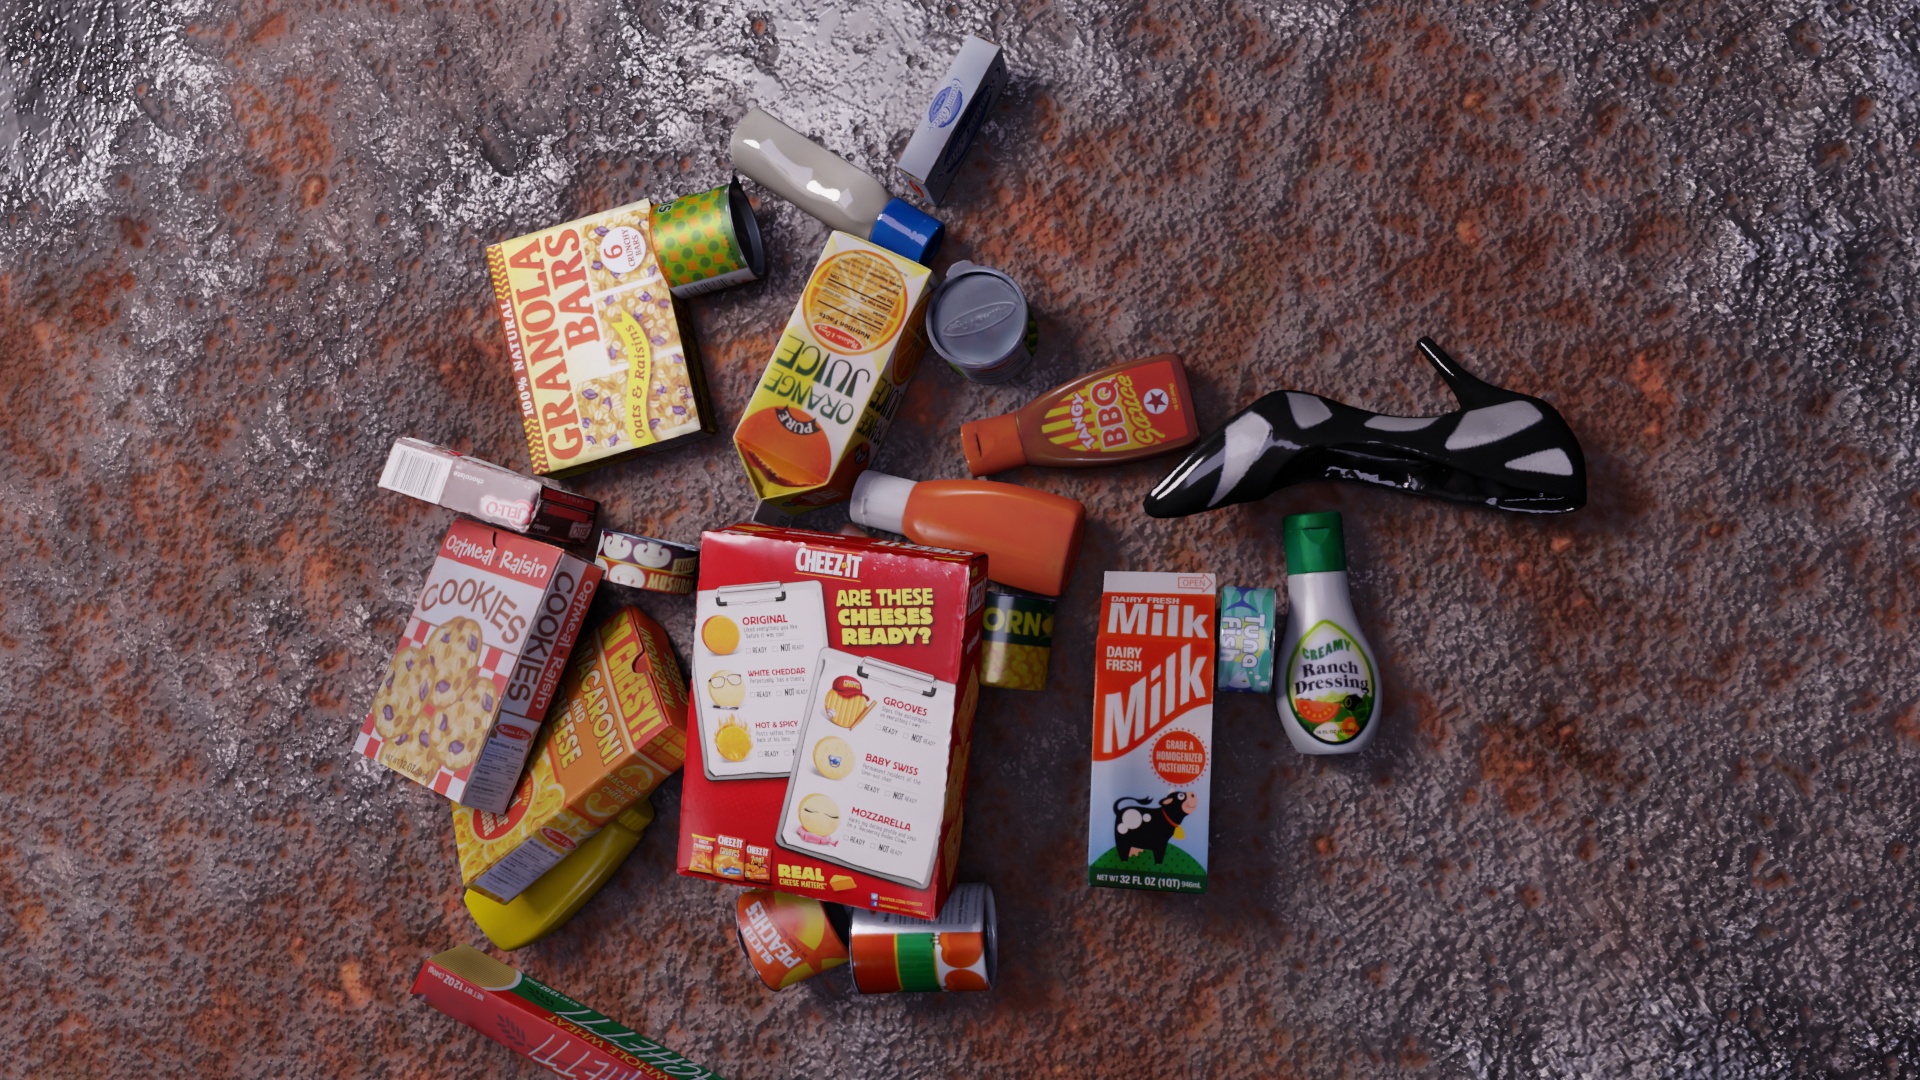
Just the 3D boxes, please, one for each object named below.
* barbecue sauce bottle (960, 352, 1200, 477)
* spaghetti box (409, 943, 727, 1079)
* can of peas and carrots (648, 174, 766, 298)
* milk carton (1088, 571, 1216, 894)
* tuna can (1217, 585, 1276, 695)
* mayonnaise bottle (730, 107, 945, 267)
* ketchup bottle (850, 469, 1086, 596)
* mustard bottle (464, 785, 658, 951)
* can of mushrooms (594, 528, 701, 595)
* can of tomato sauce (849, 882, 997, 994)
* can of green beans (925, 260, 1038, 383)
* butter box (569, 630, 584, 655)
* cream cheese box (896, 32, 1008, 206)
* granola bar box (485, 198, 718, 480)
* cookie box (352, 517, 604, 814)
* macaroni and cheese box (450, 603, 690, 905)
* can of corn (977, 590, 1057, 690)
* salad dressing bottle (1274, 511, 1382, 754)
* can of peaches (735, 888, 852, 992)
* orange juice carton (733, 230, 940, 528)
[{"bbox_3d":[0.076,-0.074,0.895,0.148,0.043,0.065,-13,85,9],"label":"barbecue sauce bottle"},{"bbox_3d":[-0.239,0.335,0.908,0.250,0.050,0.028,23,91,10],"label":"spaghetti box"},{"bbox_3d":[-0.171,-0.204,0.935,0.059,0.071,0.071,-14,83,9],"label":"can of peas and carrots"},{"bbox_3d":[0.120,0.114,0.856,0.072,0.073,0.190,1,85,10],"label":"milk carton"},{"bbox_3d":[0.176,0.061,0.853,0.033,0.071,0.071,3,86,11],"label":"tuna can"},{"bbox_3d":[-0.081,-0.232,0.927,0.148,0.064,0.041,31,83,6],"label":"mayonnaise bottle"},{"bbox_3d":[0.003,-0.011,0.900,0.149,0.044,0.064,15,108,12],"label":"ketchup bottle"},{"bbox_3d":[-0.252,0.203,0.923,0.160,0.049,0.065,-40,82,4],"label":"mustard bottle"},{"bbox_3d":[-0.206,0.015,0.922,0.071,0.071,0.033,12,88,10],"label":"can of mushrooms"},{"bbox_3d":[-0.022,0.251,0.873,0.083,0.071,0.071,-4,85,9],"label":"can of tomato sauce"},{"bbox_3d":[0.015,-0.139,0.903,0.071,0.058,0.071,-1,85,10],"label":"can of green beans"},{"bbox_3d":[-0.310,0.083,0.955,0.103,0.024,0.053,-39,81,5],"label":"butter box"},{"bbox_3d":[-0.005,-0.278,0.921,0.024,0.053,0.104,29,90,8],"label":"cream cheese box"},{"bbox_3d":[-0.247,-0.136,0.956,0.124,0.039,0.165,-15,83,7],"label":"granola bar box"},{"bbox_3d":[-0.313,0.077,0.901,0.123,0.040,0.167,12,77,37],"label":"cookie box"},{"bbox_3d":[-0.254,0.135,0.901,0.166,0.040,0.124,-38,43,4],"label":"macaroni and cheese box"},{"bbox_3d":[0.025,0.062,0.878,0.071,0.071,0.058,7,87,10],"label":"can of corn"},{"bbox_3d":[0.224,0.057,0.859,0.064,0.044,0.147,-5,84,8],"label":"salad dressing bottle"},{"bbox_3d":[-0.103,0.244,0.883,0.058,0.071,0.071,-24,82,6],"label":"can of peaches"},{"bbox_3d":[-0.084,-0.096,0.909,0.073,0.072,0.192,25,89,11],"label":"orange juice carton"}]
